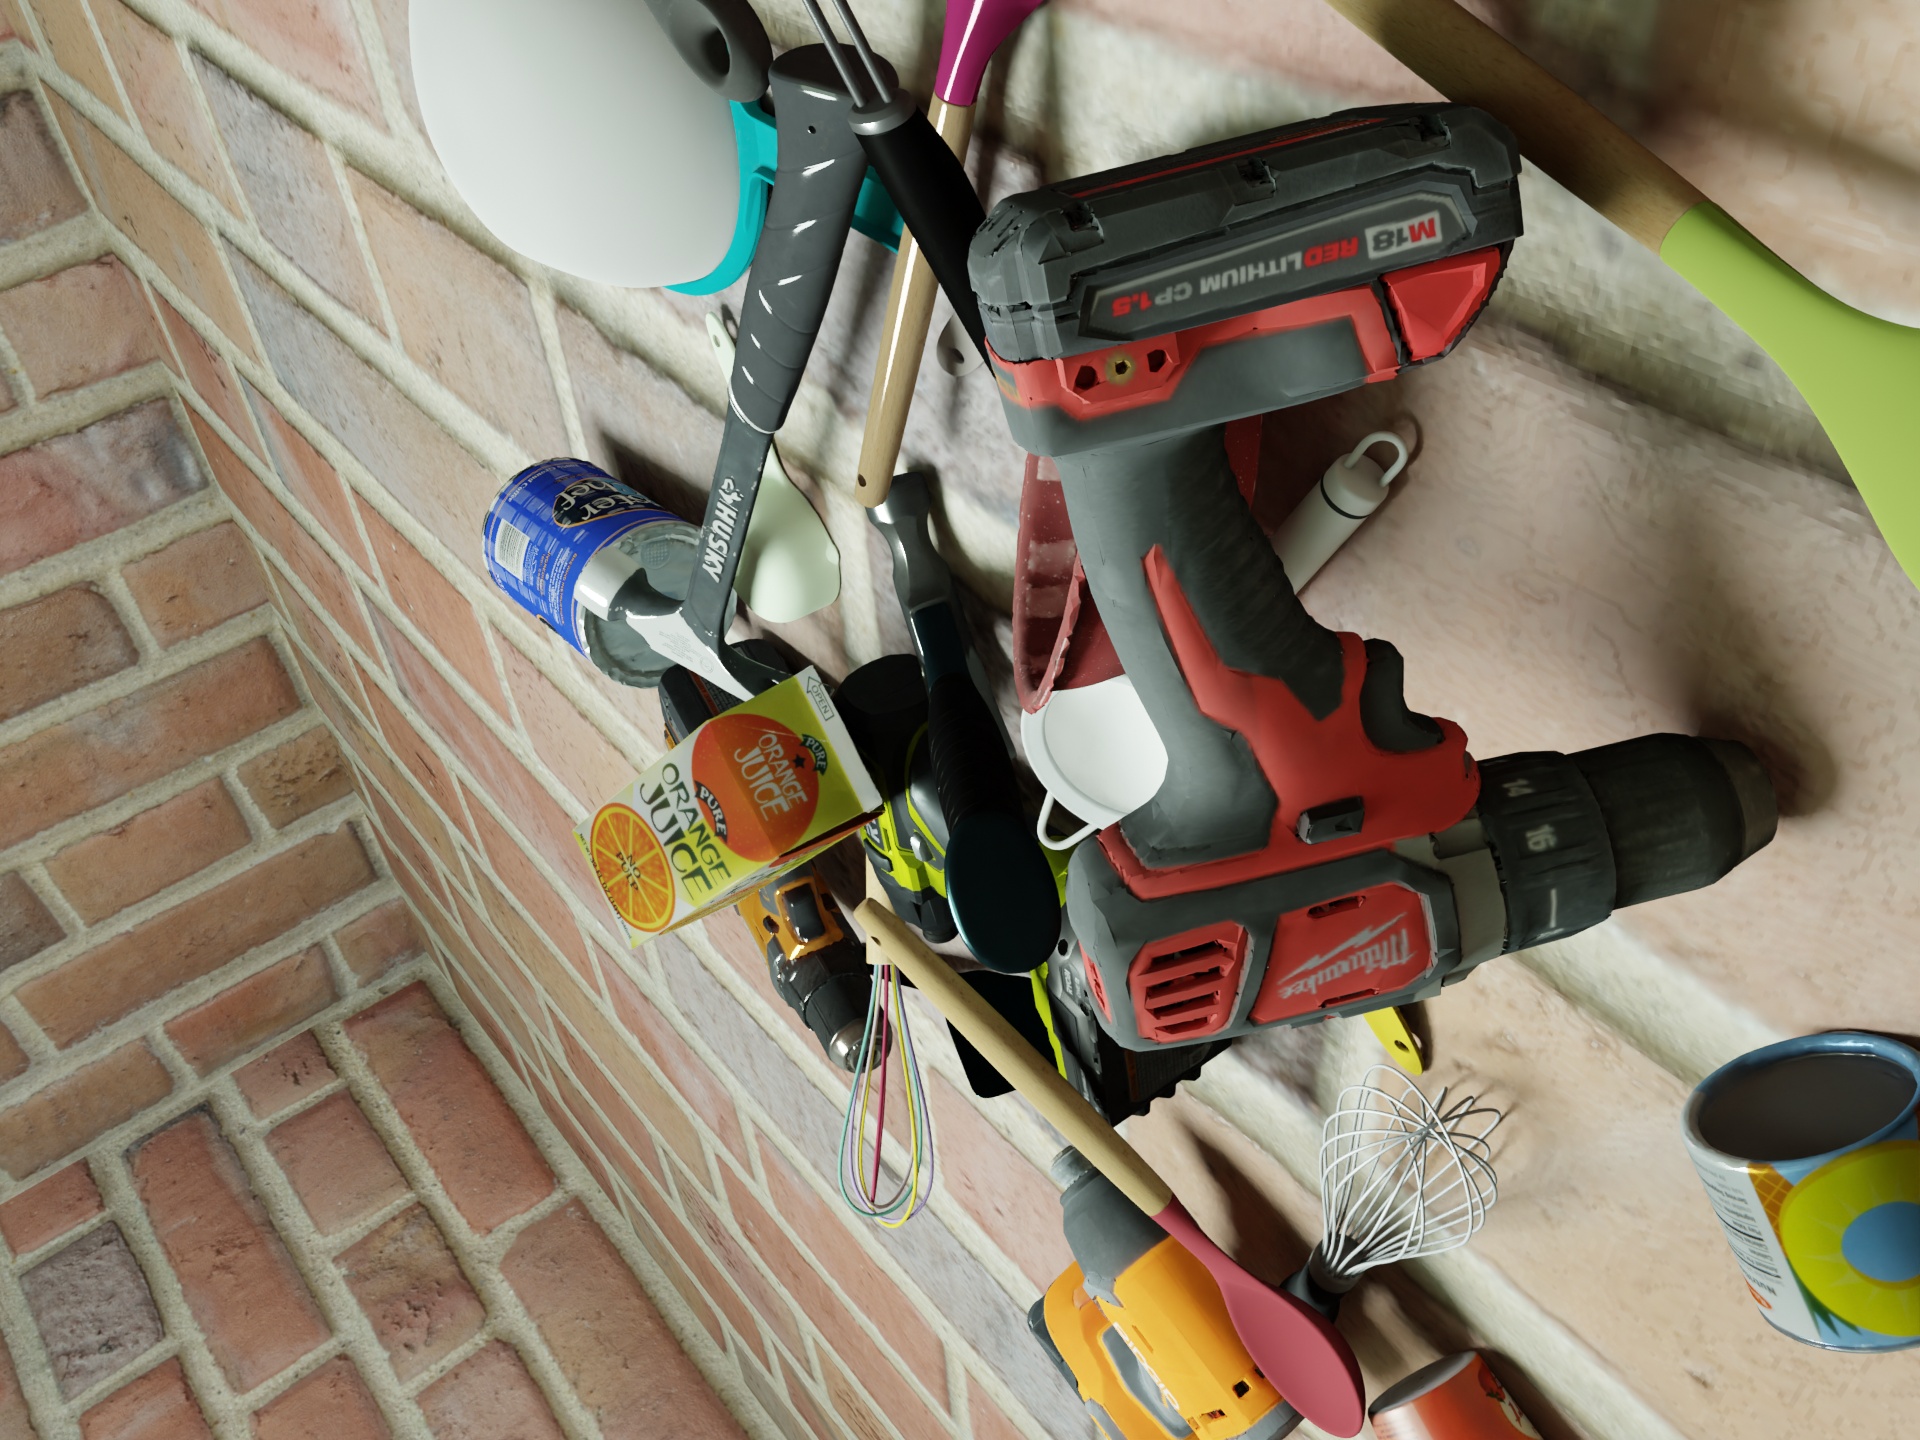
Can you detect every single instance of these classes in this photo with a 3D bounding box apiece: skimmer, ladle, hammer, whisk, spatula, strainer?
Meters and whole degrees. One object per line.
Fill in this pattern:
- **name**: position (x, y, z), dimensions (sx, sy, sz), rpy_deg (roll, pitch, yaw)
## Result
- **skimmer**: position (-0.063, -0.201, 0.444), dimensions (0.127, 0.090, 0.362), rpy_deg (12, 154, 35)
- **ladle**: position (0.153, -0.129, 0.360), dimensions (0.320, 0.062, 0.078), rpy_deg (53, 156, 28)
- **hammer**: position (-0.090, -0.125, 0.701), dimensions (0.149, 0.036, 0.408), rpy_deg (34, 148, 2)
- **whisk**: position (0.168, 0.223, 0.677), dimensions (0.070, 0.070, 0.284), rpy_deg (46, 156, 26)
- **spatula**: position (-0.018, 0.164, 0.950), dimensions (0.317, 0.082, 0.044), rpy_deg (-6, 101, 68)
- **whisk**: position (-0.044, 0.157, 0.886), dimensions (0.047, 0.051, 0.245), rpy_deg (153, 117, -78)
- **strainer**: position (-0.144, -0.248, 0.682), dimensions (0.341, 0.095, 0.210), rpy_deg (37, 146, 34)
- **ladle**: position (0.067, 0.190, 0.680), dimensions (0.315, 0.031, 0.069), rpy_deg (46, 150, -7)
- **hammer**: position (-0.001, -0.002, 0.587), dimensions (0.331, 0.033, 0.128), rpy_deg (-104, -4, -71)
- **strainer**: position (0.089, -0.023, 0.574), dimensions (0.087, 0.050, 0.258), rpy_deg (35, 146, 0)
- **whisk**: position (-0.149, -0.338, 0.609), dimensions (0.296, 0.073, 0.073), rpy_deg (56, 155, 20)

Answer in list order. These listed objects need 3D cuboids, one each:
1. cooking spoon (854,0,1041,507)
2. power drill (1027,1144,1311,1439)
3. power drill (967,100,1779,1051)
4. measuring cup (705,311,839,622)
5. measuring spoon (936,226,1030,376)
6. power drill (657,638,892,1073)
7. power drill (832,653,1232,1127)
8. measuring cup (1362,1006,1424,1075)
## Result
- **cooking spoon**: position (-0.007, -0.195, 0.556), dimensions (0.069, 0.017, 0.318), rpy_deg (48, 145, 25)
- **power drill**: position (0.096, 0.313, 0.840), dimensions (0.164, 0.084, 0.226), rpy_deg (50, 160, 21)
- **power drill**: position (0.105, -0.031, 0.398), dimensions (0.080, 0.188, 0.226), rpy_deg (-102, -2, -69)
- **measuring cup**: position (-0.113, -0.126, 0.823), dimensions (0.083, 0.038, 0.167), rpy_deg (24, 139, 50)
- **measuring spoon**: position (0.015, -0.158, 0.595), dimensions (0.034, 0.018, 0.124), rpy_deg (41, 162, -7)
- **power drill**: position (-0.102, 0.088, 0.946), dimensions (0.186, 0.084, 0.226), rpy_deg (-128, 23, -48)
- **power drill**: position (0.026, 0.084, 0.762), dimensions (0.223, 0.080, 0.171), rpy_deg (37, 147, 45)
- **measuring cup**: position (0.149, 0.072, 0.594), dimensions (0.062, 0.029, 0.156), rpy_deg (15, 141, 56)
